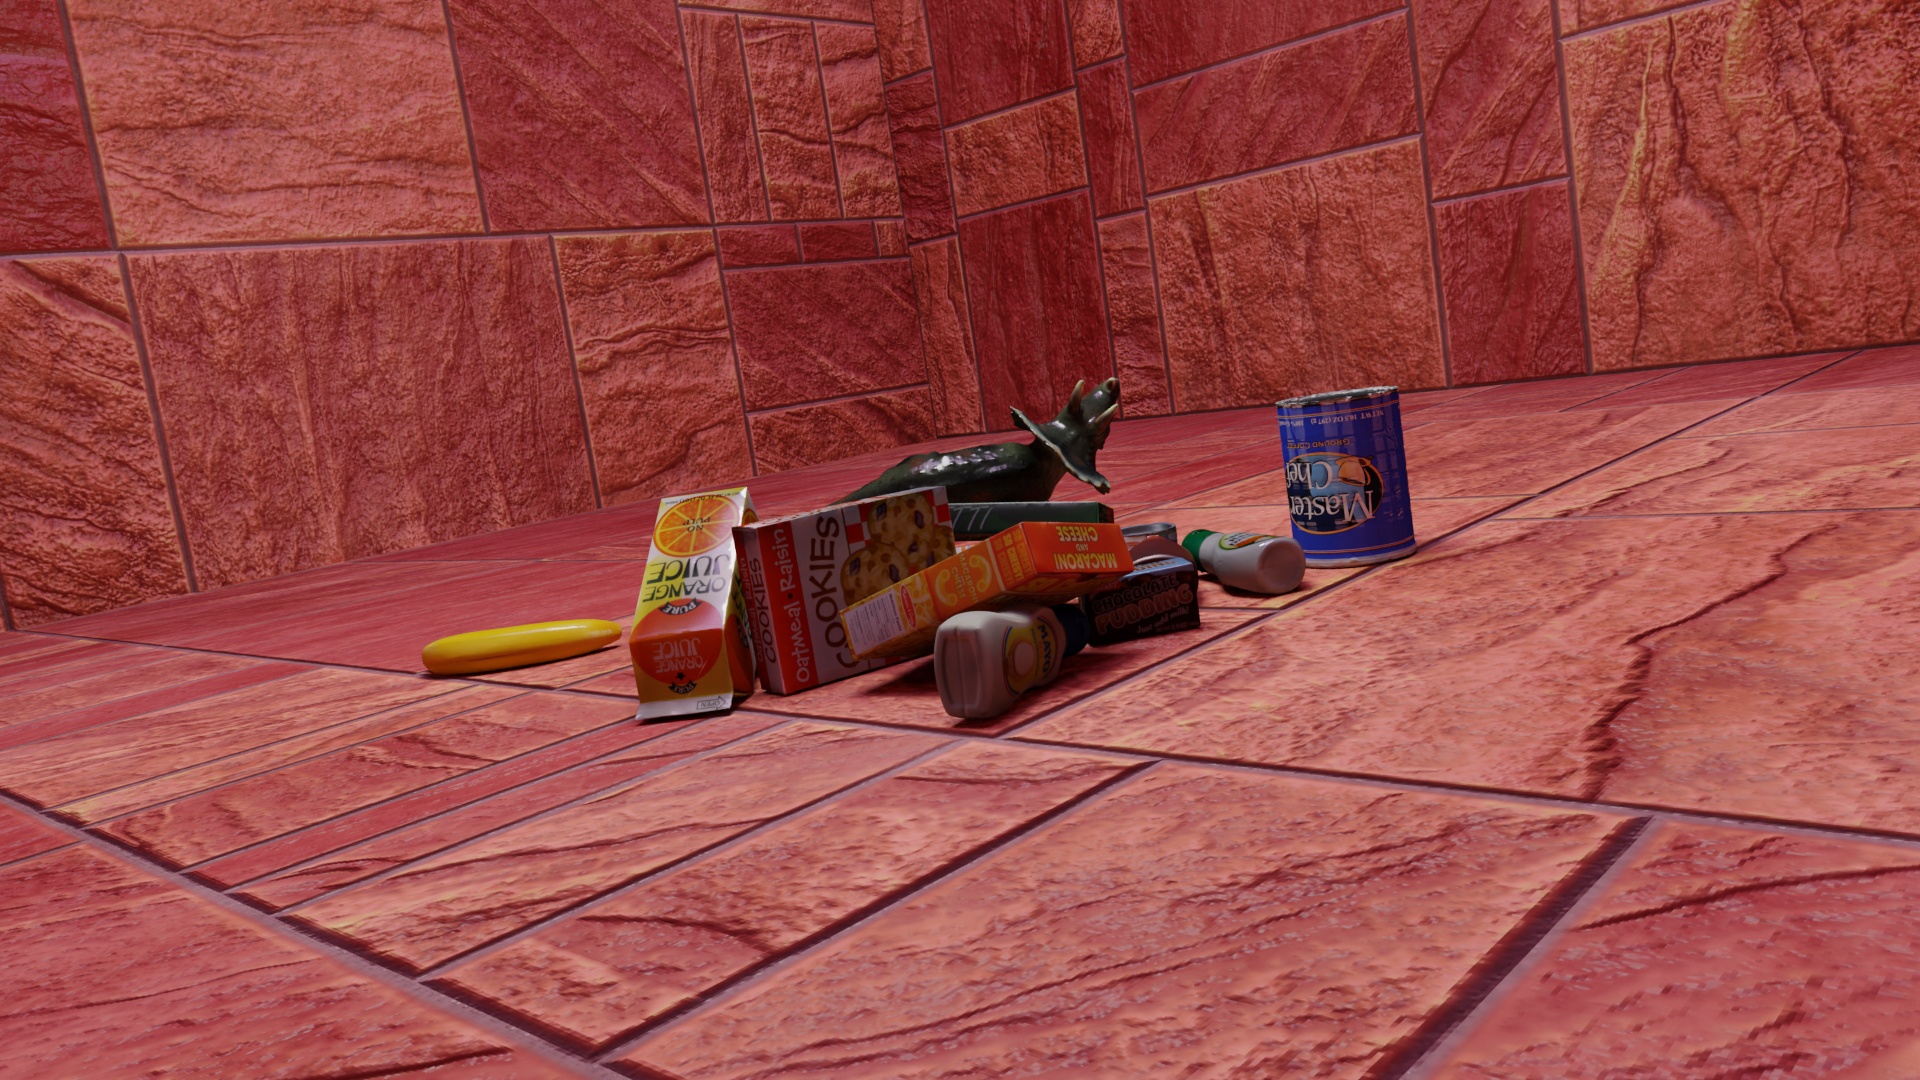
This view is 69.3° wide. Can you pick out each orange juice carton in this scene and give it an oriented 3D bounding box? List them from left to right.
[{"bbox_3d":[-0.192,0.054,1.026,0.072,0.072,0.194,-8,43,7],"label":"orange juice carton"}]

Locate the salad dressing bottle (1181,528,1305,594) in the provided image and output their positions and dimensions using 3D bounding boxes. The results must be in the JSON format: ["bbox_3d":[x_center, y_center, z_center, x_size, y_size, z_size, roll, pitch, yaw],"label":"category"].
[{"bbox_3d":[0.229,0.014,1.146,0.064,0.044,0.147,-12,8,-15],"label":"salad dressing bottle"}]

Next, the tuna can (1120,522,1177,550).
[{"bbox_3d":[0.176,0.004,1.323,0.071,0.032,0.071,-8,7,1],"label":"tuna can"}]

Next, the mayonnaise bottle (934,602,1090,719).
[{"bbox_3d":[0.037,0.069,0.887,0.041,0.064,0.148,-3,5,31],"label":"mayonnaise bottle"}]

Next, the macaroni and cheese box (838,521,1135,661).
[{"bbox_3d":[0.019,0.036,0.960,0.166,0.040,0.124,-26,-16,34],"label":"macaroni and cheese box"}]

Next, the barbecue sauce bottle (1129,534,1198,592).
[{"bbox_3d":[0.163,0.023,1.157,0.065,0.043,0.149,-7,7,8],"label":"barbecue sauce bottle"}]

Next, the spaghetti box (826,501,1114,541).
[{"bbox_3d":[0.004,-0.015,1.180,0.250,0.028,0.050,-1,-7,21],"label":"spaghetti box"}]

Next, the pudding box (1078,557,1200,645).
[{"bbox_3d":[0.129,0.044,1.009,0.084,0.049,0.030,-9,8,-8],"label":"pudding box"}]

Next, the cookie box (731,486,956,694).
[{"bbox_3d":[-0.079,0.034,1.037,0.168,0.122,0.040,-14,7,-34],"label":"cookie box"}]

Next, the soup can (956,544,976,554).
[{"bbox_3d":[0.010,0.034,1.135,0.084,0.071,0.071,-9,7,1],"label":"soup can"}]
